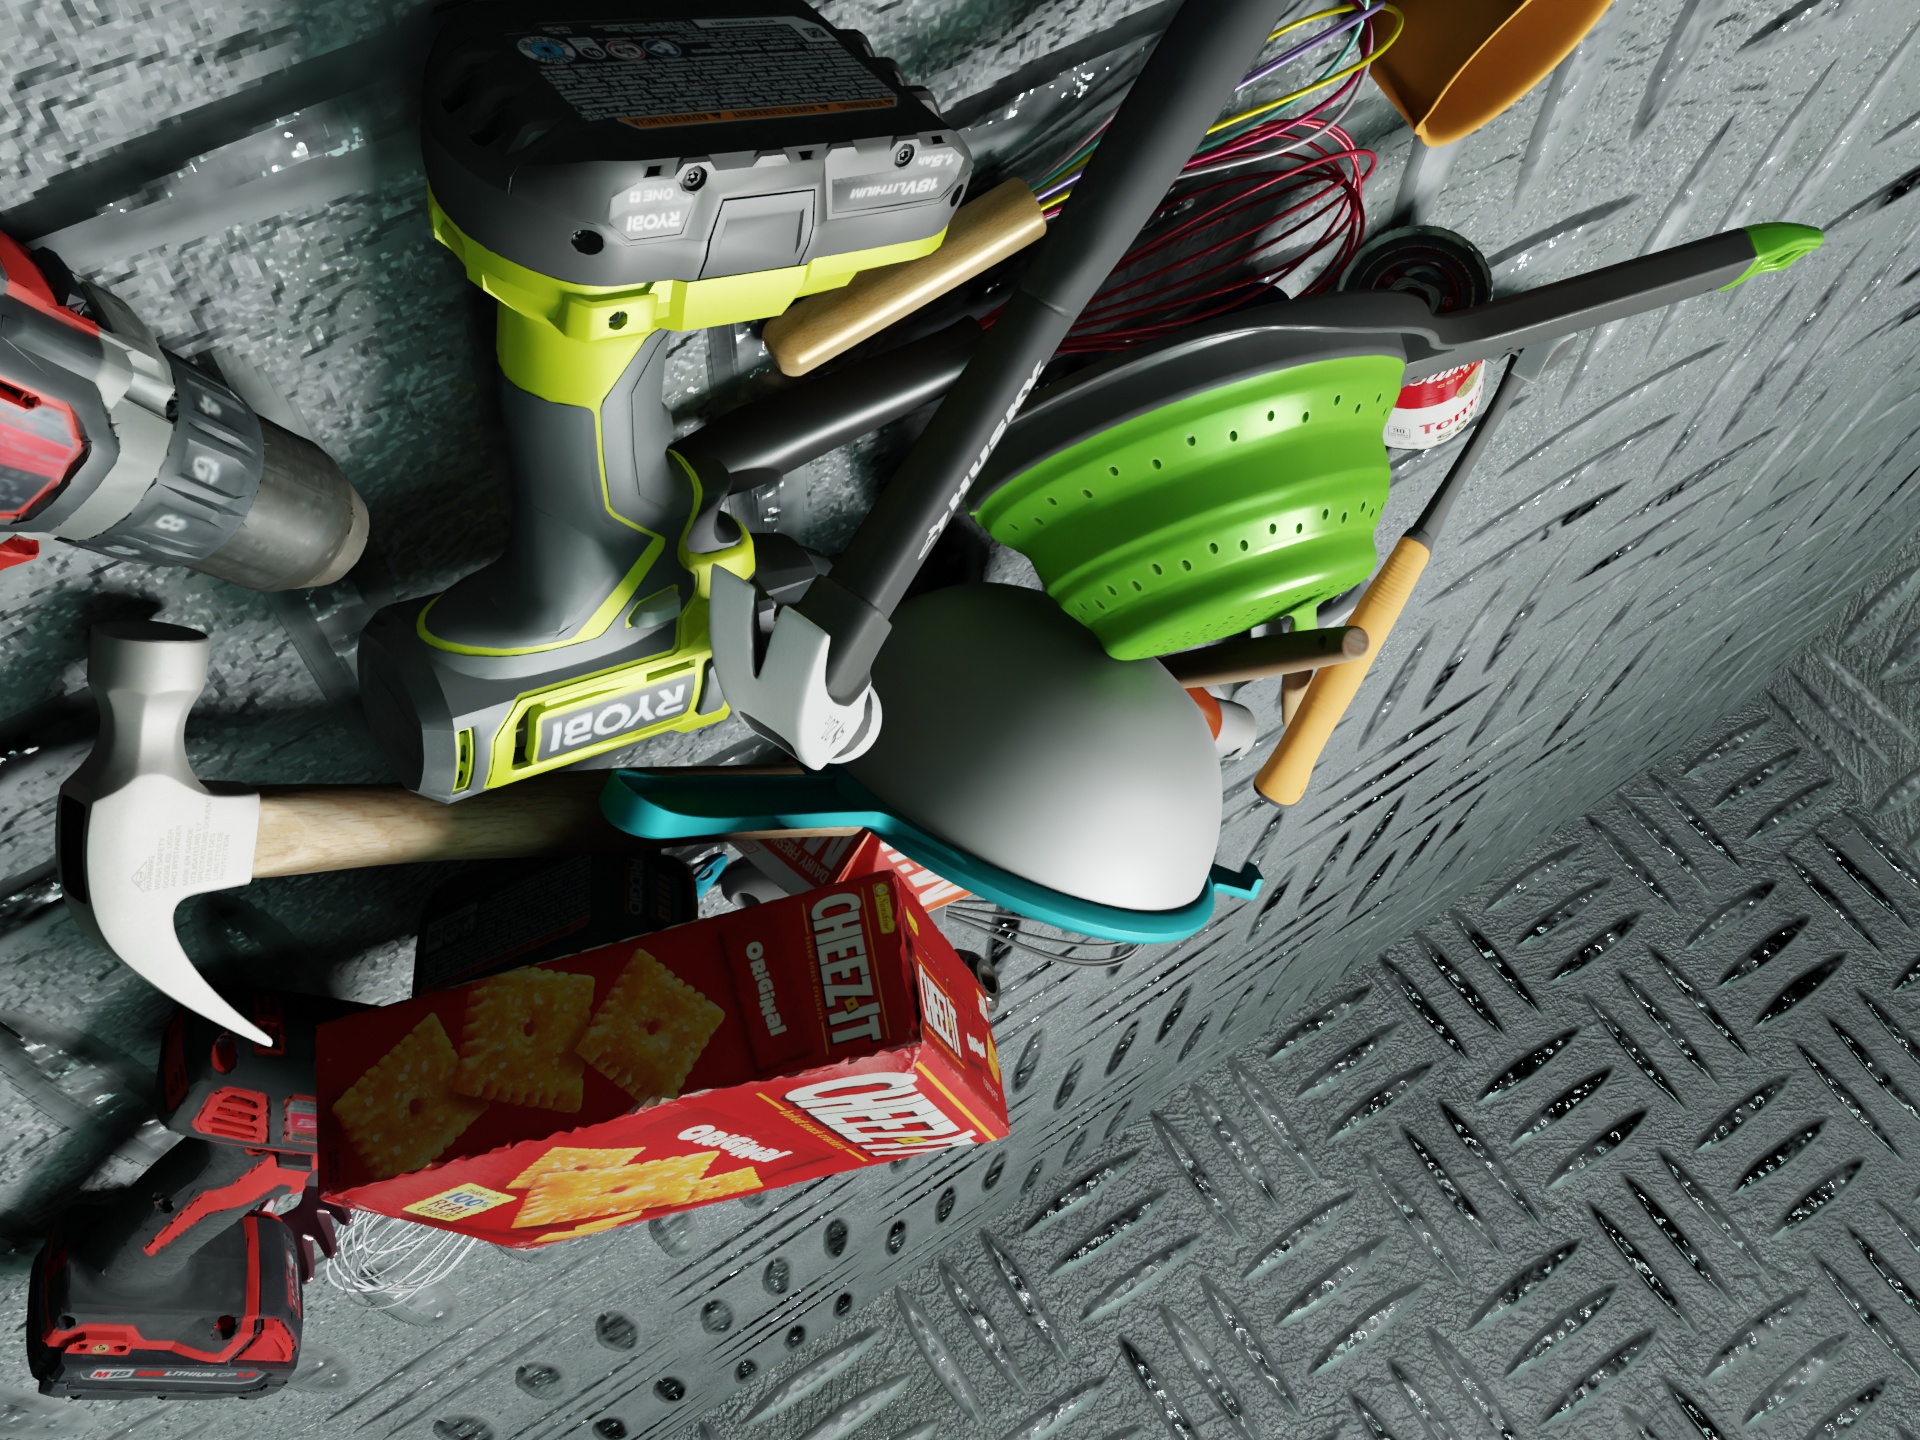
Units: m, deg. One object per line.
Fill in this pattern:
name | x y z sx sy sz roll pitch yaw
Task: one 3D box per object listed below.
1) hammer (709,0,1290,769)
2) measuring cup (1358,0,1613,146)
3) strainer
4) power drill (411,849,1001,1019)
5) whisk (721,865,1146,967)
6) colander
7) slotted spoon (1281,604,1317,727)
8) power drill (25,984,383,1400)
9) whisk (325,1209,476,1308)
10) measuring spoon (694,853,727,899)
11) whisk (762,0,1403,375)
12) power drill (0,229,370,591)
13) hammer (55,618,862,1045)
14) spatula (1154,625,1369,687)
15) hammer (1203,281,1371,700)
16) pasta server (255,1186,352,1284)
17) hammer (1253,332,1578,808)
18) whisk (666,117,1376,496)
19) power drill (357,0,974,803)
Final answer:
hammer | 0.032 -0.135 0.469 0.335 0.035 0.146 -58 172 -2
measuring cup | 0.181 -0.264 0.528 0.095 0.052 0.173 -35 168 0
strainer | -0.001 -0.002 0.634 0.340 0.211 0.095 1 120 -57
power drill | -0.106 0.123 0.724 0.185 0.084 0.226 -24 142 23
whisk | -0.010 0.101 0.863 0.239 0.055 0.055 5 149 -3
colander | 0.173 -0.106 0.633 0.397 0.094 0.204 -17 176 -7
slotted spoon | 0.205 -0.047 0.961 0.070 0.031 0.313 -49 161 -8
power drill | -0.304 0.205 0.698 0.143 0.079 0.219 20 121 -39
whisk | -0.242 0.235 0.923 0.284 0.070 0.070 -38 158 -8
measuring spoon | -0.172 0.112 0.835 0.128 0.021 0.042 -46 157 -1
whisk | 0.043 -0.183 0.531 0.245 0.047 0.051 -31 159 -5
power drill | -0.265 -0.015 0.367 0.226 0.080 0.187 -43 158 7
hammer | -0.151 0.037 0.580 0.331 0.031 0.130 0 103 -51
spatula | 0.104 -0.021 0.743 0.018 0.060 0.316 6 176 -16
hammer | 0.168 -0.110 0.868 0.144 0.035 0.405 -36 158 -2
pasta server | -0.269 0.173 0.777 0.316 0.040 0.060 -46 134 18
hammer | 0.255 -0.079 0.937 0.127 0.034 0.336 -34 153 -54
whisk | 0.024 -0.141 0.569 0.296 0.073 0.073 -26 156 -11
power drill | -0.082 -0.083 0.462 0.171 0.080 0.223 -20 147 -35
